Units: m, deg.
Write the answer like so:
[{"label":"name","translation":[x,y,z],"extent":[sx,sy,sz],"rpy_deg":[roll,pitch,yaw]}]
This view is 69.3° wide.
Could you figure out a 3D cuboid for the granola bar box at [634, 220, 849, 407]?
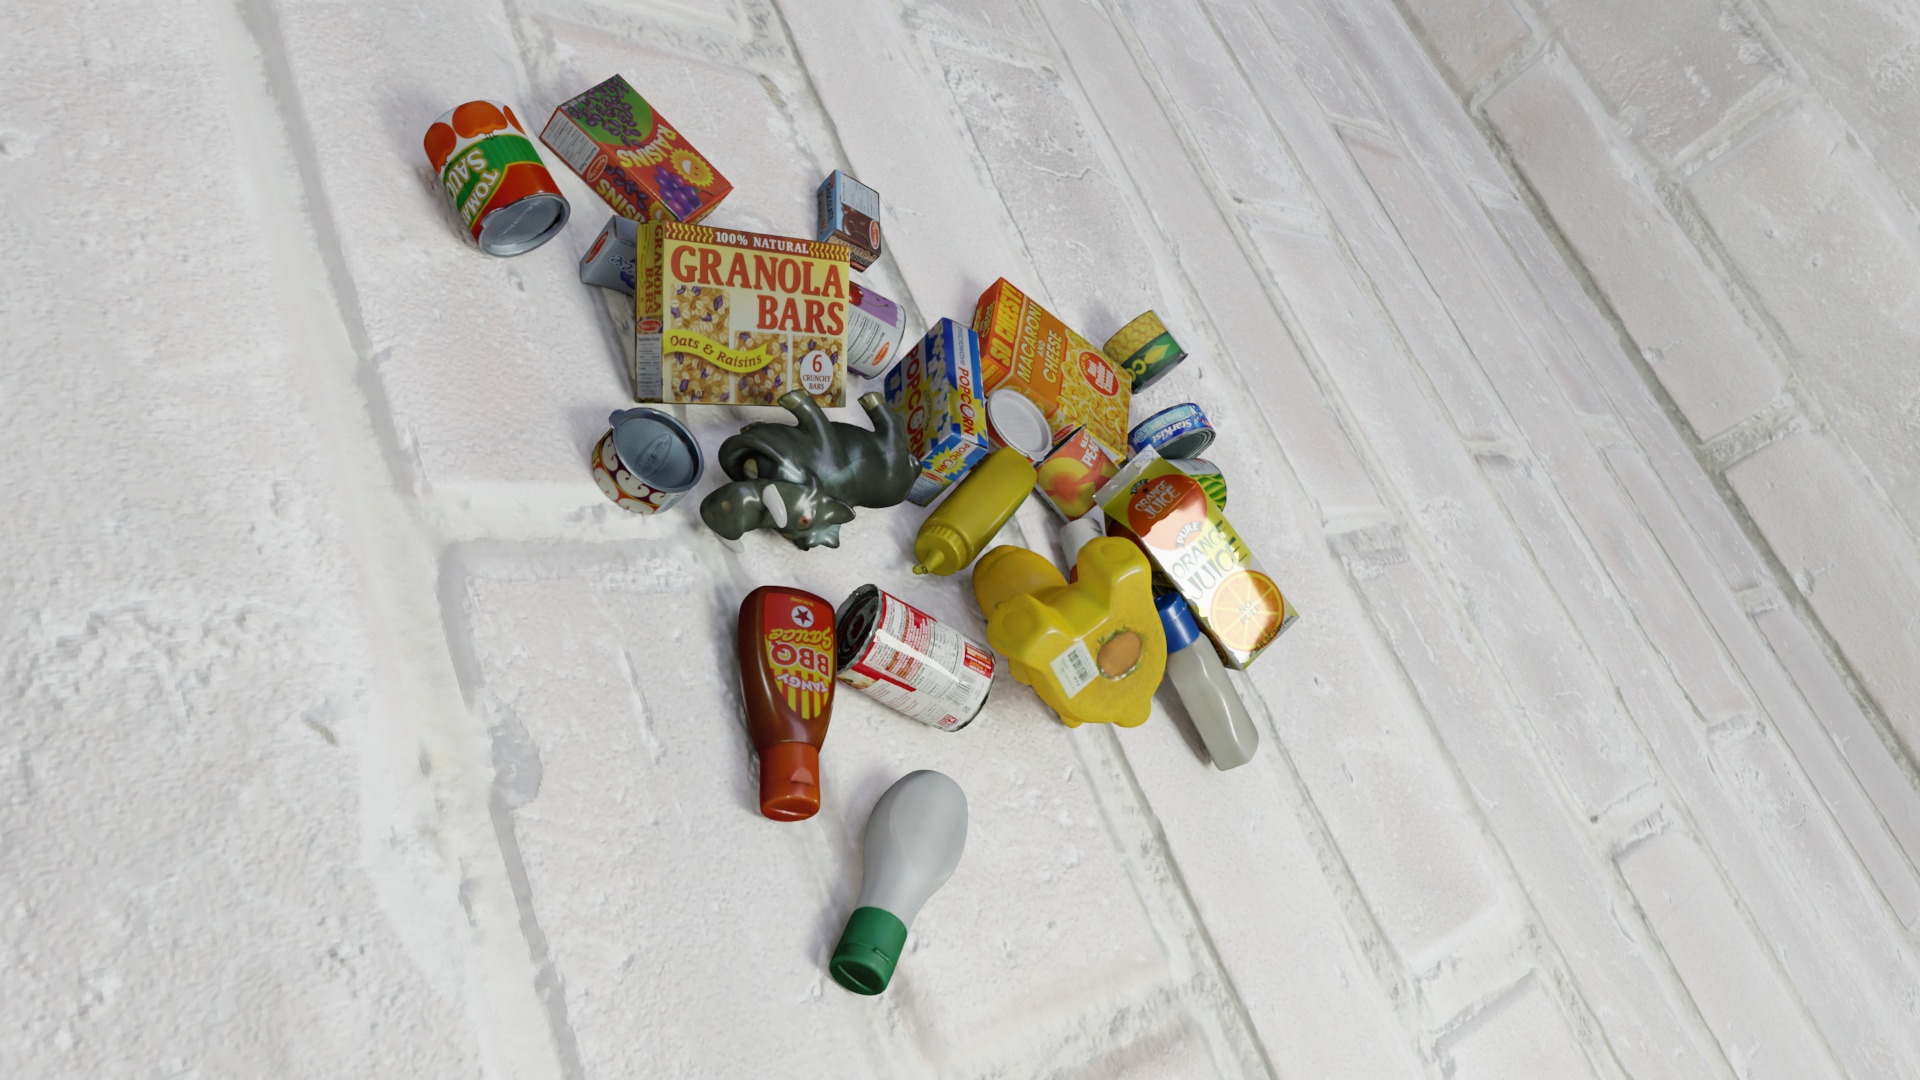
[{"label":"granola bar box","translation":[-0.155,-0.159,1.001],"extent":[0.166,0.039,0.124],"rpy_deg":[-4,97,-47]}]

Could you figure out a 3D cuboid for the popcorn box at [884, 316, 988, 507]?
[{"label":"popcorn box","translation":[-0.021,-0.103,1.099],"extent":[0.038,0.085,0.127],"rpy_deg":[22,46,-31]}]

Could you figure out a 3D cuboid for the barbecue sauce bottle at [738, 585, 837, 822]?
[{"label":"barbecue sauce bottle","translation":[-0.108,0.102,0.876],"extent":[0.065,0.043,0.149],"rpy_deg":[18,48,-30]}]

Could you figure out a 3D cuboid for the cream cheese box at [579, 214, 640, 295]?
[{"label":"cream cheese box","translation":[-0.217,-0.199,1.008],"extent":[0.104,0.053,0.024],"rpy_deg":[9,55,-41]}]

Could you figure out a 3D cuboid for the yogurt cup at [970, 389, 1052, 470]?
[{"label":"yogurt cup","translation":[0.035,-0.085,1.166],"extent":[0.072,0.053,0.073],"rpy_deg":[26,44,-28]}]

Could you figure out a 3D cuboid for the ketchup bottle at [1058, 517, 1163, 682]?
[{"label":"ketchup bottle","translation":[0.118,0.053,1.143],"extent":[0.065,0.043,0.149],"rpy_deg":[18,47,-48]}]

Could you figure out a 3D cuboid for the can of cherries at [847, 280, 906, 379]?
[{"label":"can of cherries","translation":[-0.086,-0.170,1.108],"extent":[0.058,0.071,0.072],"rpy_deg":[22,46,-30]}]

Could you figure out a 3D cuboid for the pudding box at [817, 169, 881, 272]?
[{"label":"pudding box","translation":[-0.098,-0.280,1.213],"extent":[0.049,0.030,0.084],"rpy_deg":[23,45,-32]}]

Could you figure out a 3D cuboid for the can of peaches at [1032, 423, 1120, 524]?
[{"label":"can of peaches","translation":[0.099,-0.057,1.194],"extent":[0.058,0.071,0.071],"rpy_deg":[50,38,-3]}]

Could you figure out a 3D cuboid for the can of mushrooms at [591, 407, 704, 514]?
[{"label":"can of mushrooms","translation":[-0.208,-0.053,0.914],"extent":[0.071,0.033,0.071],"rpy_deg":[26,45,-29]}]

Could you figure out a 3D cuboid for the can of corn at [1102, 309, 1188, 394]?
[{"label":"can of corn","translation":[0.183,-0.188,1.391],"extent":[0.058,0.071,0.071],"rpy_deg":[54,38,5]}]

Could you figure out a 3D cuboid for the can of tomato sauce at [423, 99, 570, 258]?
[{"label":"can of tomato sauce","translation":[-0.315,-0.244,0.937],"extent":[0.071,0.071,0.083],"rpy_deg":[-20,74,-51]}]

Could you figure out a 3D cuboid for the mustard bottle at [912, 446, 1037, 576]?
[{"label":"mustard bottle","translation":[0.004,-0.013,1.072],"extent":[0.049,0.065,0.161],"rpy_deg":[43,44,-2]}]

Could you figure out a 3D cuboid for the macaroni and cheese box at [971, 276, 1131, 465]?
[{"label":"macaroni and cheese box","translation":[0.082,-0.150,1.278],"extent":[0.166,0.040,0.124],"rpy_deg":[33,41,-22]}]

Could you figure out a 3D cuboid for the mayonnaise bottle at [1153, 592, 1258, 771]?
[{"label":"mayonnaise bottle","translation":[0.197,0.114,1.144],"extent":[0.148,0.041,0.065],"rpy_deg":[60,23,-12]}]

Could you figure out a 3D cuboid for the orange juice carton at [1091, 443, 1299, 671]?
[{"label":"orange juice carton","translation":[0.192,0.014,1.174],"extent":[0.072,0.073,0.192],"rpy_deg":[-41,101,-12]}]

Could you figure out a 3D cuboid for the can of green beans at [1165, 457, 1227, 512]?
[{"label":"can of green beans","translation":[0.204,-0.043,1.291],"extent":[0.058,0.071,0.071],"rpy_deg":[-5,64,-46]}]

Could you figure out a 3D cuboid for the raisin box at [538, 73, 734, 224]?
[{"label":"raisin box","translation":[-0.246,-0.291,1.066],"extent":[0.123,0.040,0.086],"rpy_deg":[44,37,-10]}]

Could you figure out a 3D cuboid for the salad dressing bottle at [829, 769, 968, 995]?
[{"label":"salad dressing bottle","translation":[-0.038,0.209,0.859],"extent":[0.064,0.043,0.148],"rpy_deg":[42,39,-14]}]
